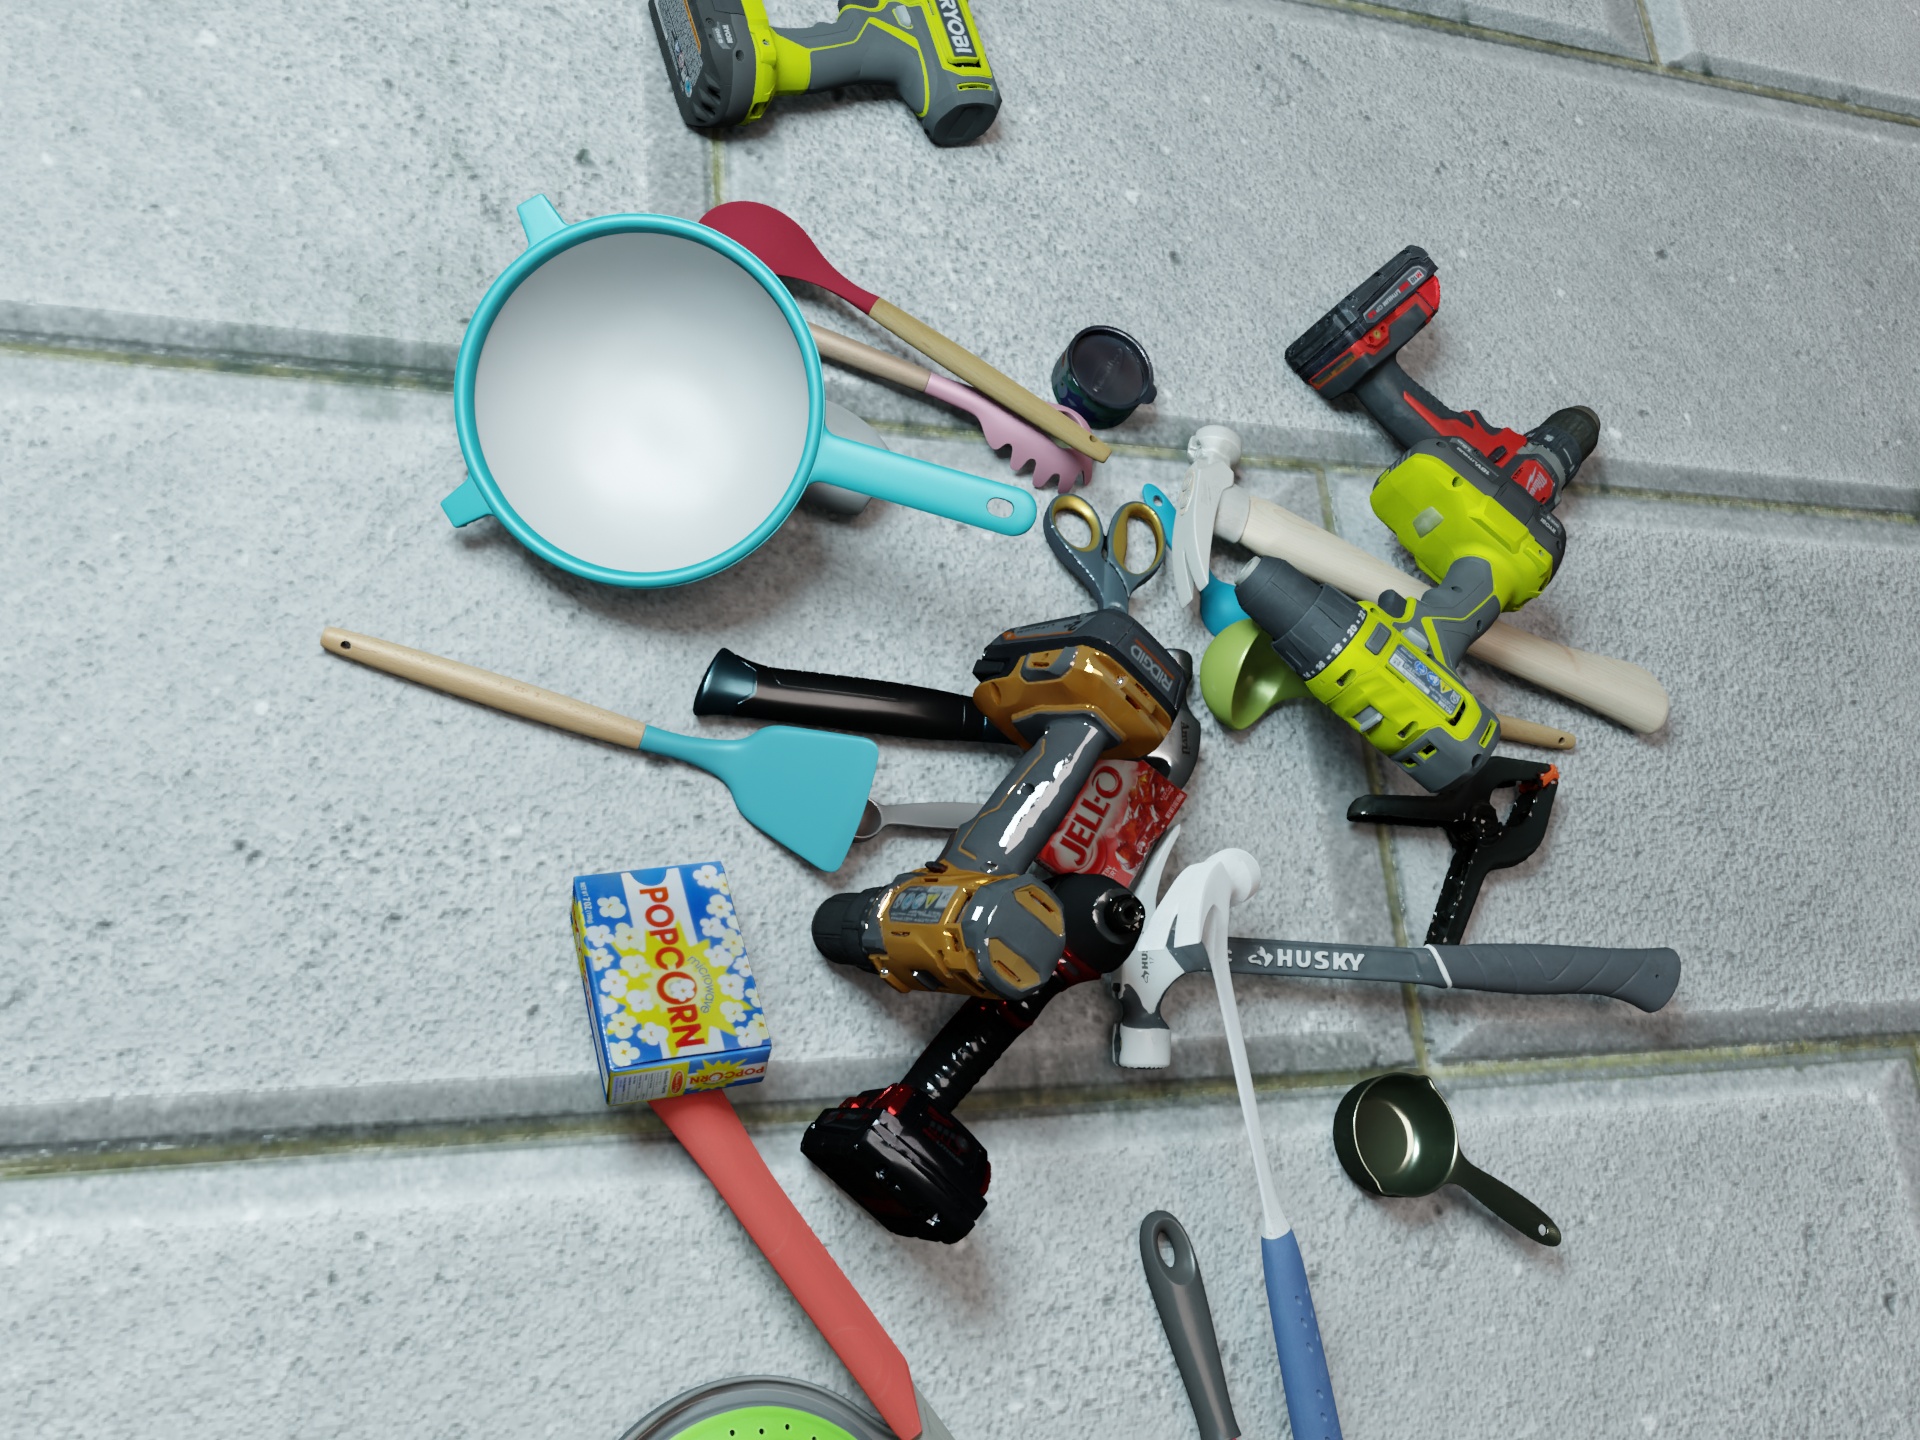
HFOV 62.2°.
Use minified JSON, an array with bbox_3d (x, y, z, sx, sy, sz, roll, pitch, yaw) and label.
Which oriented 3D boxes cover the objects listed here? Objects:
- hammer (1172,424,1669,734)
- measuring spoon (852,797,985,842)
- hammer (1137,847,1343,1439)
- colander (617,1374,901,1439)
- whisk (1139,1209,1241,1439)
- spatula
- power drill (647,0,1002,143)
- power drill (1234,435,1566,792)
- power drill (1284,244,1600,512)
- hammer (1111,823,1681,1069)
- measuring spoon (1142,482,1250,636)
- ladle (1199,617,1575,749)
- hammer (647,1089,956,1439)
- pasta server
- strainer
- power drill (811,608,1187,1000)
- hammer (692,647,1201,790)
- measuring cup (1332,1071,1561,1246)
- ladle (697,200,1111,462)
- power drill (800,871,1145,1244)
[{"bbox_3d":[0.336,-0.071,1.137,0.410,0.038,0.146,22,54,-14],"label":"hammer"},{"bbox_3d":[-0.025,0.063,0.978,0.124,0.018,0.034,2,49,-27],"label":"measuring spoon"},{"bbox_3d":[0.175,0.282,0.905,0.144,0.035,0.405,-11,89,-64],"label":"hammer"},{"bbox_3d":[-0.170,0.434,0.746,0.397,0.094,0.205,-1,72,-21],"label":"colander"},{"bbox_3d":[0.152,0.426,0.895,0.073,0.073,0.296,-7,68,-23],"label":"whisk"},{"bbox_3d":[-0.207,0.002,0.911,0.317,0.044,0.082,18,97,-12],"label":"spatula"},{"bbox_3d":[-0.094,-0.489,1.111,0.223,0.080,0.171,-12,77,-28],"label":"power drill"},{"bbox_3d":[0.295,-0.086,1.056,0.190,0.080,0.228,40,56,-2],"label":"power drill"},{"bbox_3d":[0.376,-0.243,1.202,0.188,0.080,0.226,-41,92,-27],"label":"power drill"},{"bbox_3d":[0.290,0.153,1.029,0.408,0.036,0.149,5,80,-17],"label":"hammer"},{"bbox_3d":[0.166,-0.114,1.105,0.042,0.021,0.128,-31,86,-27],"label":"measuring spoon"},{"bbox_3d":[0.306,-0.010,1.105,0.320,0.062,0.078,11,103,-21],"label":"ladle"},{"bbox_3d":[-0.053,0.328,0.824,0.036,0.149,0.359,-40,82,12],"label":"hammer"},{"bbox_3d":[-0.050,-0.232,1.065,0.316,0.040,0.060,20,66,-9],"label":"pasta server"},{"bbox_3d":[-0.121,-0.167,0.945,0.340,0.095,0.211,16,95,-2],"label":"strainer"},{"bbox_3d":[0.014,0.053,0.899,0.084,0.185,0.226,42,62,-26],"label":"power drill"},{"bbox_3d":[-0.002,-0.003,0.997,0.331,0.033,0.128,7,68,-18],"label":"hammer"},{"bbox_3d":[0.308,0.288,1.012,0.167,0.038,0.083,35,63,-8],"label":"measuring cup"},{"bbox_3d":[-0.036,-0.257,1.049,0.315,0.031,0.069,32,51,1],"label":"ladle"},{"bbox_3d":[0.019,0.175,0.883,0.078,0.143,0.220,44,65,-7],"label":"power drill"}]
